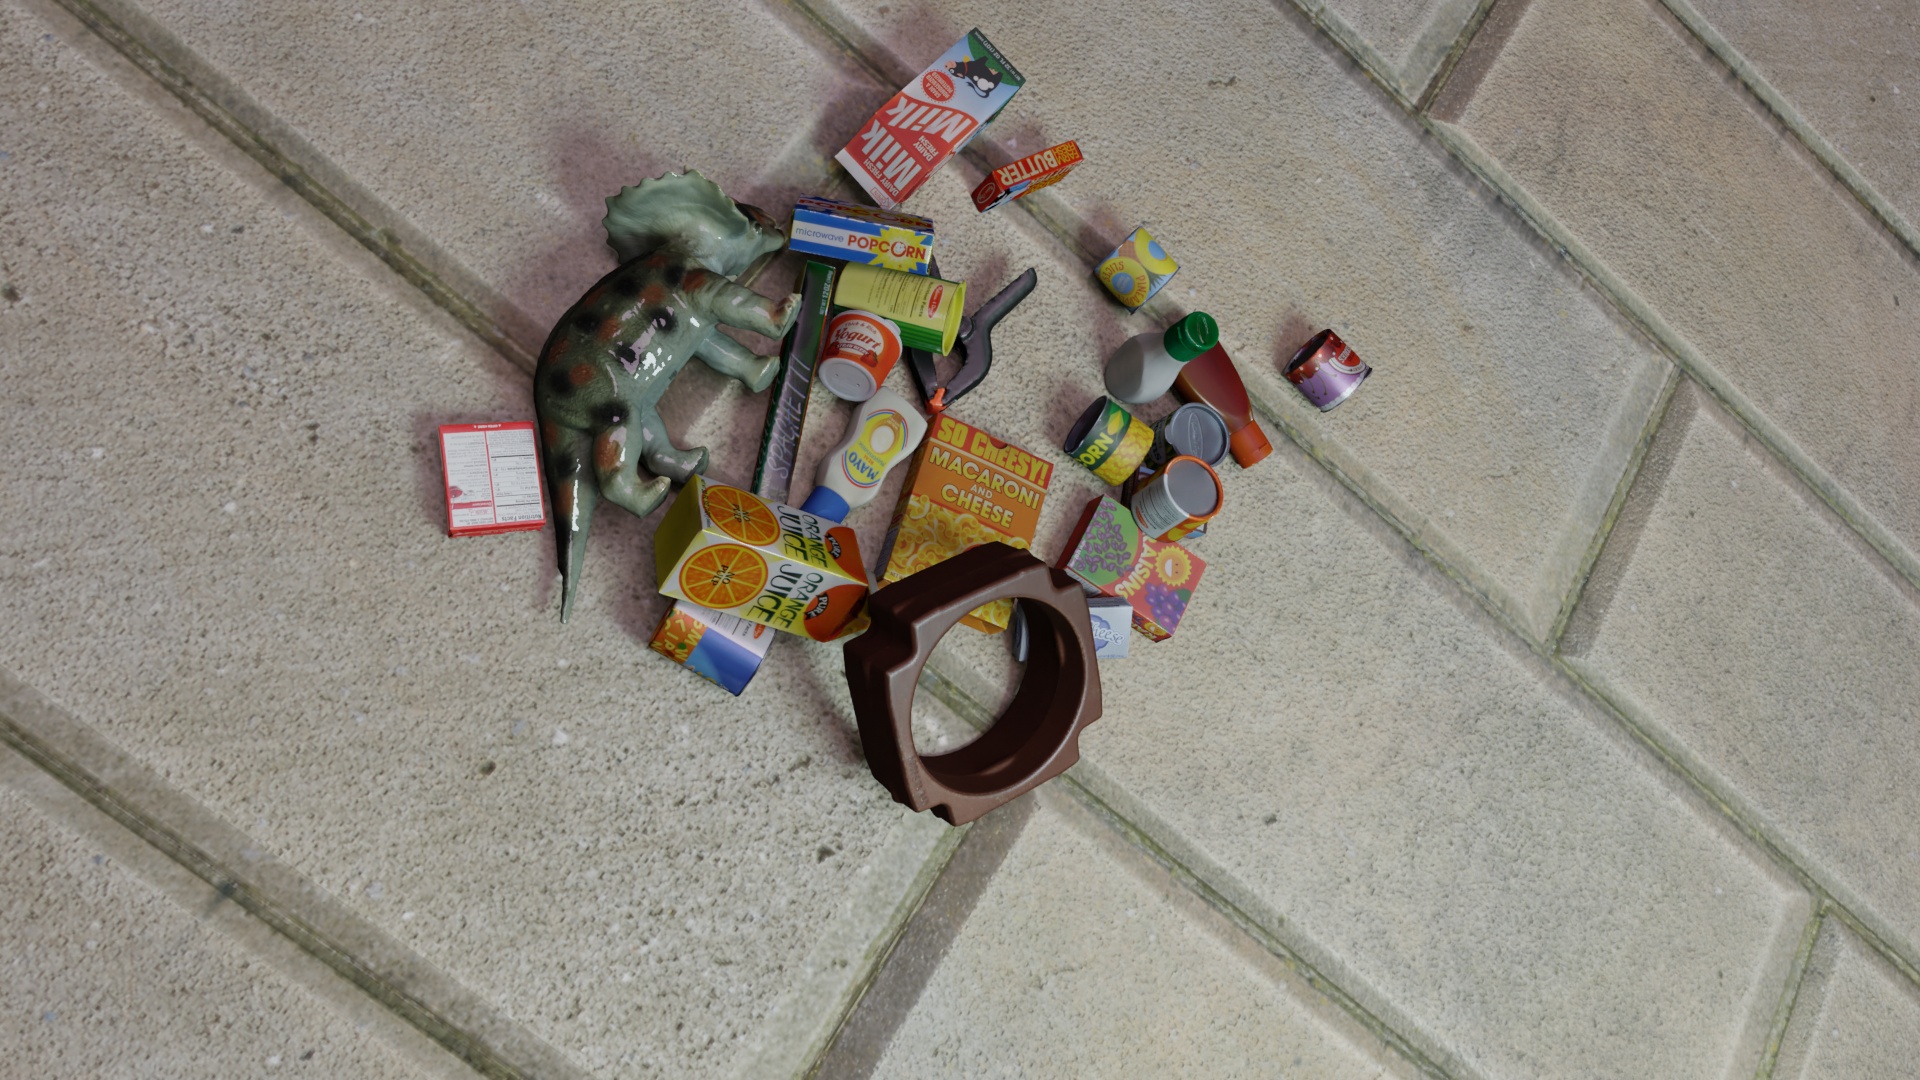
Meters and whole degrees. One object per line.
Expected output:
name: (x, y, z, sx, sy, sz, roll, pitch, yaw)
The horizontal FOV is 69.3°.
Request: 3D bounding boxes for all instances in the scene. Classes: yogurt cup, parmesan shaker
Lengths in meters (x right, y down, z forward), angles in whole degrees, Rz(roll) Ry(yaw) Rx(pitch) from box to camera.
yogurt cup: (-0.091, -0.159, 1.213, 0.072, 0.072, 0.054, 29, 55, -14)
parmesan shaker: (-0.054, -0.211, 1.238, 0.103, 0.071, 0.071, 15, 71, 8)

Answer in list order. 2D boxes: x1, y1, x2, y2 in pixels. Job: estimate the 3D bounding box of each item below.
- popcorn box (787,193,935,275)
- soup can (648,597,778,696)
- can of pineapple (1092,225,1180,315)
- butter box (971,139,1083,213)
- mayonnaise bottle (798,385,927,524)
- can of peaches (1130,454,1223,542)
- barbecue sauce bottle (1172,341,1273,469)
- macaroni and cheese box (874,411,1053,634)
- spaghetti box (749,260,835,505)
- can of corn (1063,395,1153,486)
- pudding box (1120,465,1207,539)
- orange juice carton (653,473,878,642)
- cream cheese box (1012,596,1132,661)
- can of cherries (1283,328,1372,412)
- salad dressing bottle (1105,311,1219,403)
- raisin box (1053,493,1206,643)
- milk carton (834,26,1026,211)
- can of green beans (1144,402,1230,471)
popcorn box: (-0.087, -0.273, 1.233, 0.127, 0.085, 0.038, 10, 111, -6)
soup can: (-0.202, 0.080, 1.128, 0.084, 0.071, 0.071, 31, 68, -12)
can of pineapple: (0.171, -0.264, 1.359, 0.058, 0.071, 0.071, 45, 66, -6)
butter box: (0.065, -0.353, 1.345, 0.104, 0.053, 0.024, -28, 91, -25)
mayonnaise bottle: (-0.091, -0.064, 1.218, 0.064, 0.041, 0.149, 41, 65, -17)
can of peaches: (0.202, -0.040, 1.283, 0.071, 0.057, 0.071, 10, 65, -22)
barbecue sauce bottle: (0.255, -0.142, 1.377, 0.065, 0.043, 0.148, -35, 92, -25)
macaroni and cheese box: (0.004, -0.016, 1.246, 0.124, 0.040, 0.167, 23, 70, -17)
spaghetti box: (-0.149, -0.122, 1.205, 0.029, 0.050, 0.251, 15, 72, -16)
can of corn: (0.139, -0.091, 1.304, 0.058, 0.071, 0.071, 34, 67, -12)
pudding box: (0.197, -0.036, 1.335, 0.084, 0.030, 0.050, 16, 73, -18)
orange juice carton: (-0.144, 0.022, 1.127, 0.193, 0.072, 0.072, 20, 32, -31)
cream cheese box: (0.101, 0.080, 1.251, 0.104, 0.024, 0.053, -1, 108, -13)
can of cherries: (0.375, -0.175, 1.418, 0.058, 0.071, 0.072, 43, 66, -7)
salad dressing bottle: (0.188, -0.172, 1.299, 0.044, 0.147, 0.064, -2, 79, -22)
raisin box: (0.158, 0.027, 1.299, 0.123, 0.040, 0.086, 33, 67, -10)
milk carton: (-0.032, -0.388, 1.304, 0.072, 0.073, 0.191, 46, 66, -7)
can of green beans: (0.217, -0.094, 1.341, 0.071, 0.057, 0.071, 5, 76, -21)
